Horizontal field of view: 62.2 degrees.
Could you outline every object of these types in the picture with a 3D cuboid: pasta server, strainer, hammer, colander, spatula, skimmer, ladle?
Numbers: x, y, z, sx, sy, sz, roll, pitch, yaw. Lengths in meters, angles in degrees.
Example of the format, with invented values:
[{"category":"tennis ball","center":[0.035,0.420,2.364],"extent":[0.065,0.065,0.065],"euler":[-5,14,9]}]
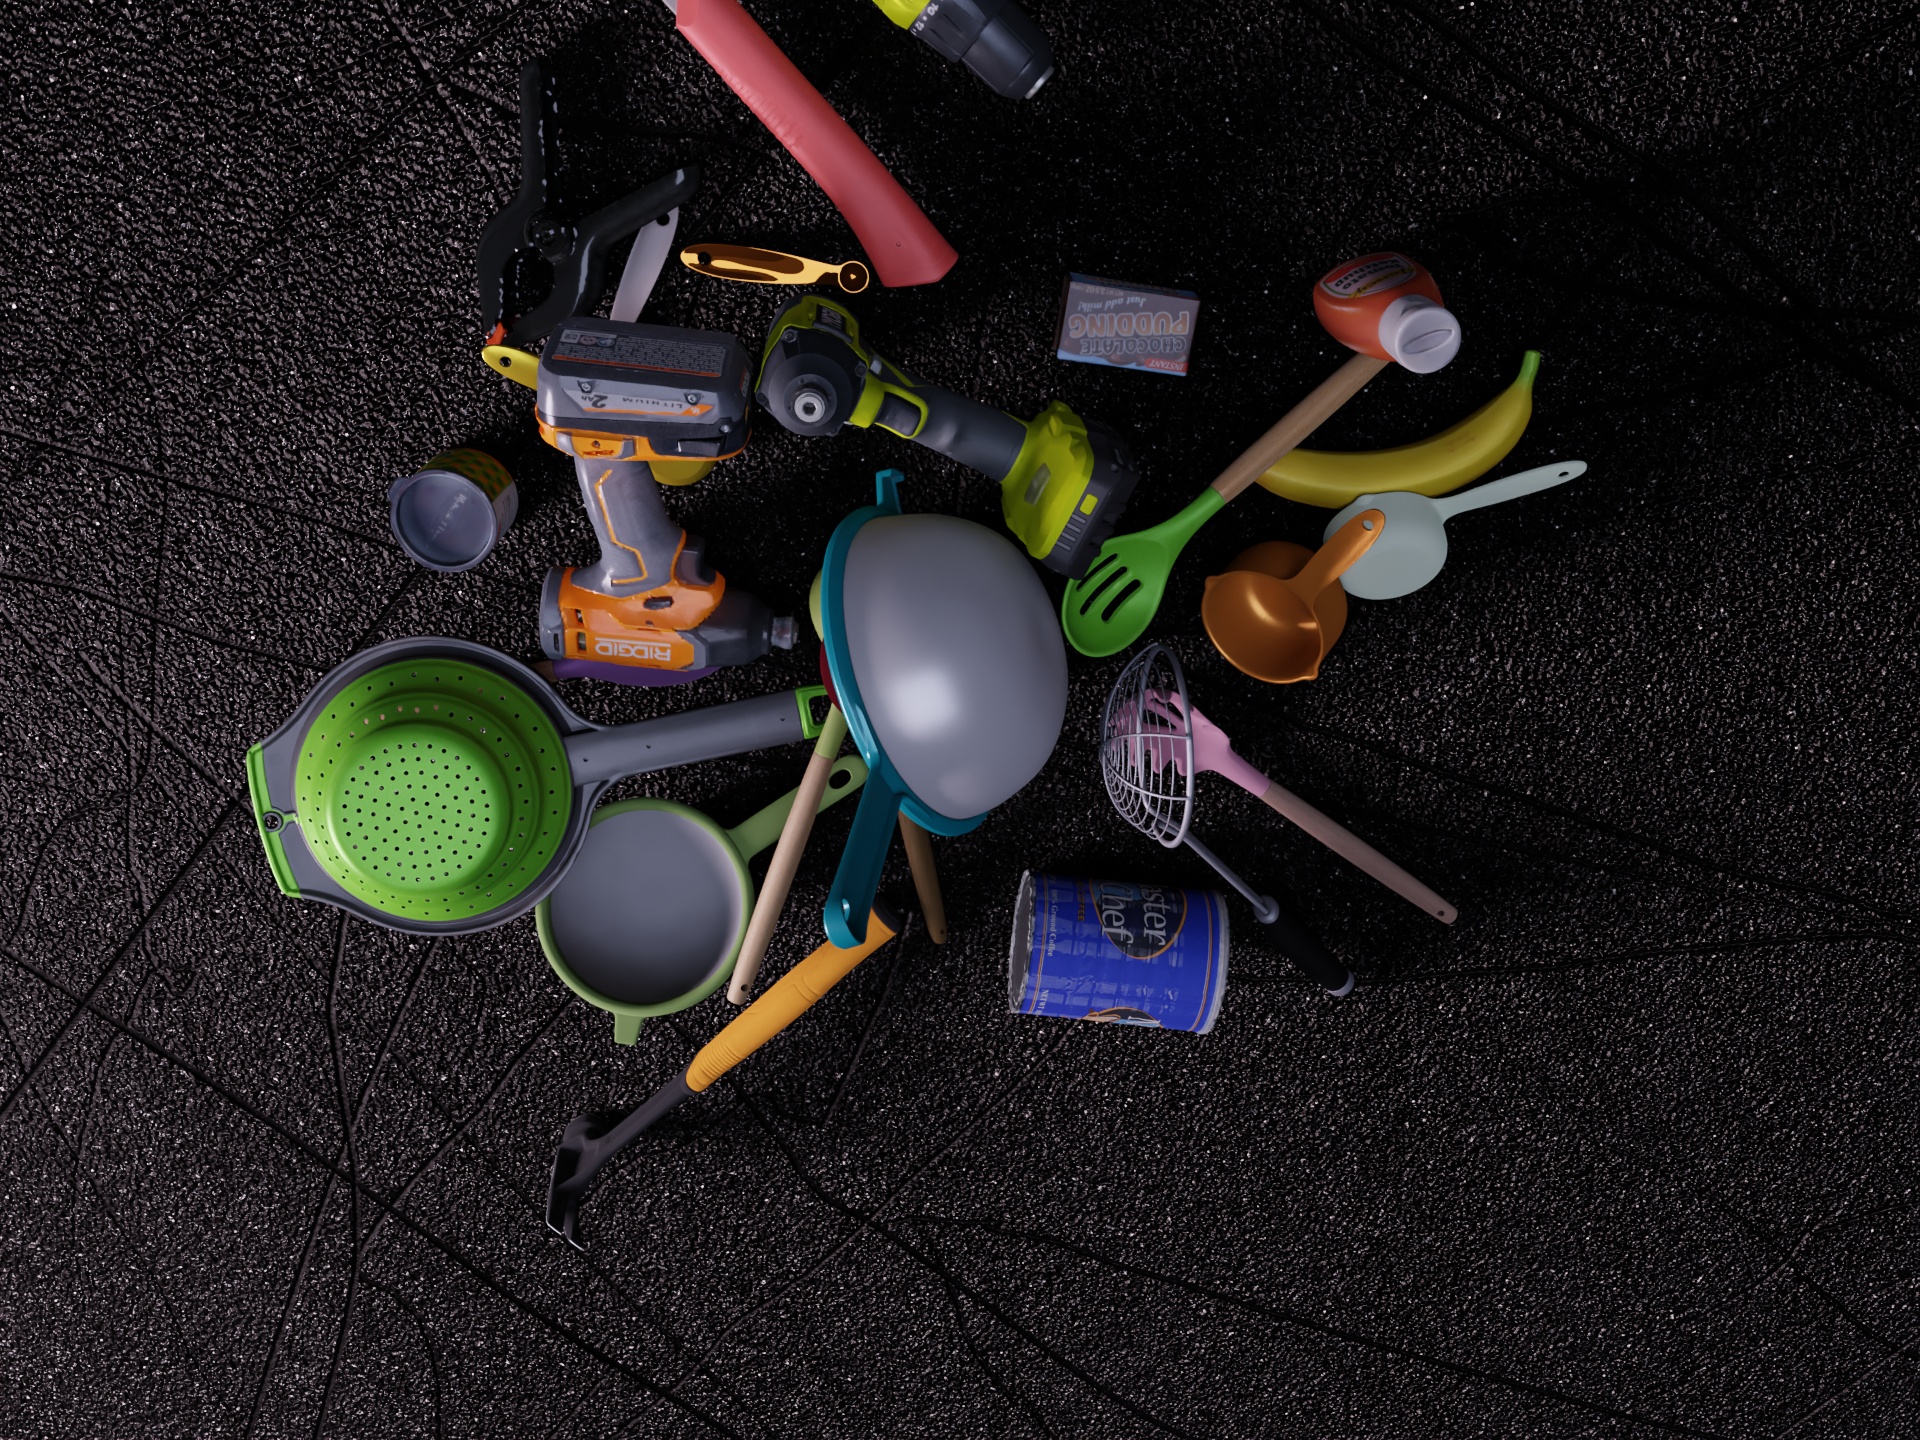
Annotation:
[{"category":"pasta server","center":[0.236,0.066,1.127],"extent":[0.316,0.040,0.060],"euler":[33,122,-16]},{"category":"strainer","center":[-0.175,0.101,1.128],"extent":[0.256,0.069,0.151],"euler":[-33,89,-5]},{"category":"hammer","center":[-0.126,-0.398,0.911],"extent":[0.149,0.037,0.358],"euler":[-40,108,16]},{"category":"colander","center":[-0.262,0.033,1.032],"extent":[0.397,0.094,0.204],"euler":[-12,100,-8]},{"category":"spatula","center":[-0.299,-0.026,1.086],"extent":[0.316,0.018,0.059],"euler":[-14,115,4]},{"category":"strainer","center":[-0.001,-0.003,0.920],"extent":[0.095,0.341,0.210],"euler":[-17,122,23]},{"category":"skimmer","center":[0.203,0.086,1.077],"extent":[0.090,0.127,0.362],"euler":[-33,129,19]},{"category":"hammer","center":[-0.174,0.246,1.168],"extent":[0.337,0.127,0.034],"euler":[-41,110,10]},{"category":"ladle","center":[-0.104,0.042,1.066],"extent":[0.078,0.062,0.320],"euler":[13,105,-33]},{"category":"ladle","center":[-0.039,0.049,1.073],"extent":[0.069,0.031,0.315],"euler":[-40,140,-27]}]

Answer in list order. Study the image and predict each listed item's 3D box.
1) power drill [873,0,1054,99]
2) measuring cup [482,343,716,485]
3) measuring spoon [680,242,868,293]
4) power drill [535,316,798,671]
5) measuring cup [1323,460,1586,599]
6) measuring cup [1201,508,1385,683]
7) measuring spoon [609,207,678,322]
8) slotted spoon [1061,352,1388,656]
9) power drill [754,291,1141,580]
[{"category":"power drill","center":[0.028,-0.470,0.848],"extent":[0.190,0.080,0.228],"euler":[39,119,-16]},{"category":"measuring cup","center":[-0.222,-0.192,0.988],"extent":[0.156,0.029,0.062],"euler":[21,123,-24]},{"category":"measuring spoon","center":[-0.114,-0.280,0.981],"extent":[0.117,0.011,0.021],"euler":[7,114,0]},{"category":"power drill","center":[-0.178,-0.124,0.979],"extent":[0.164,0.084,0.226],"euler":[6,132,-4]},{"category":"measuring cup","center":[0.315,-0.122,1.010],"extent":[0.167,0.038,0.083],"euler":[-18,145,24]},{"category":"measuring cup","center":[0.224,-0.093,1.004],"extent":[0.095,0.052,0.173],"euler":[43,143,3]},{"category":"measuring spoon","center":[-0.202,-0.266,0.984],"extent":[0.034,0.018,0.124],"euler":[21,106,-20]},{"category":"slotted spoon","center":[0.182,-0.157,0.999],"extent":[0.314,0.031,0.070],"euler":[-42,121,2]},{"category":"power drill","center":[-0.013,-0.171,0.945],"extent":[0.223,0.171,0.080],"euler":[23,112,-14]}]
